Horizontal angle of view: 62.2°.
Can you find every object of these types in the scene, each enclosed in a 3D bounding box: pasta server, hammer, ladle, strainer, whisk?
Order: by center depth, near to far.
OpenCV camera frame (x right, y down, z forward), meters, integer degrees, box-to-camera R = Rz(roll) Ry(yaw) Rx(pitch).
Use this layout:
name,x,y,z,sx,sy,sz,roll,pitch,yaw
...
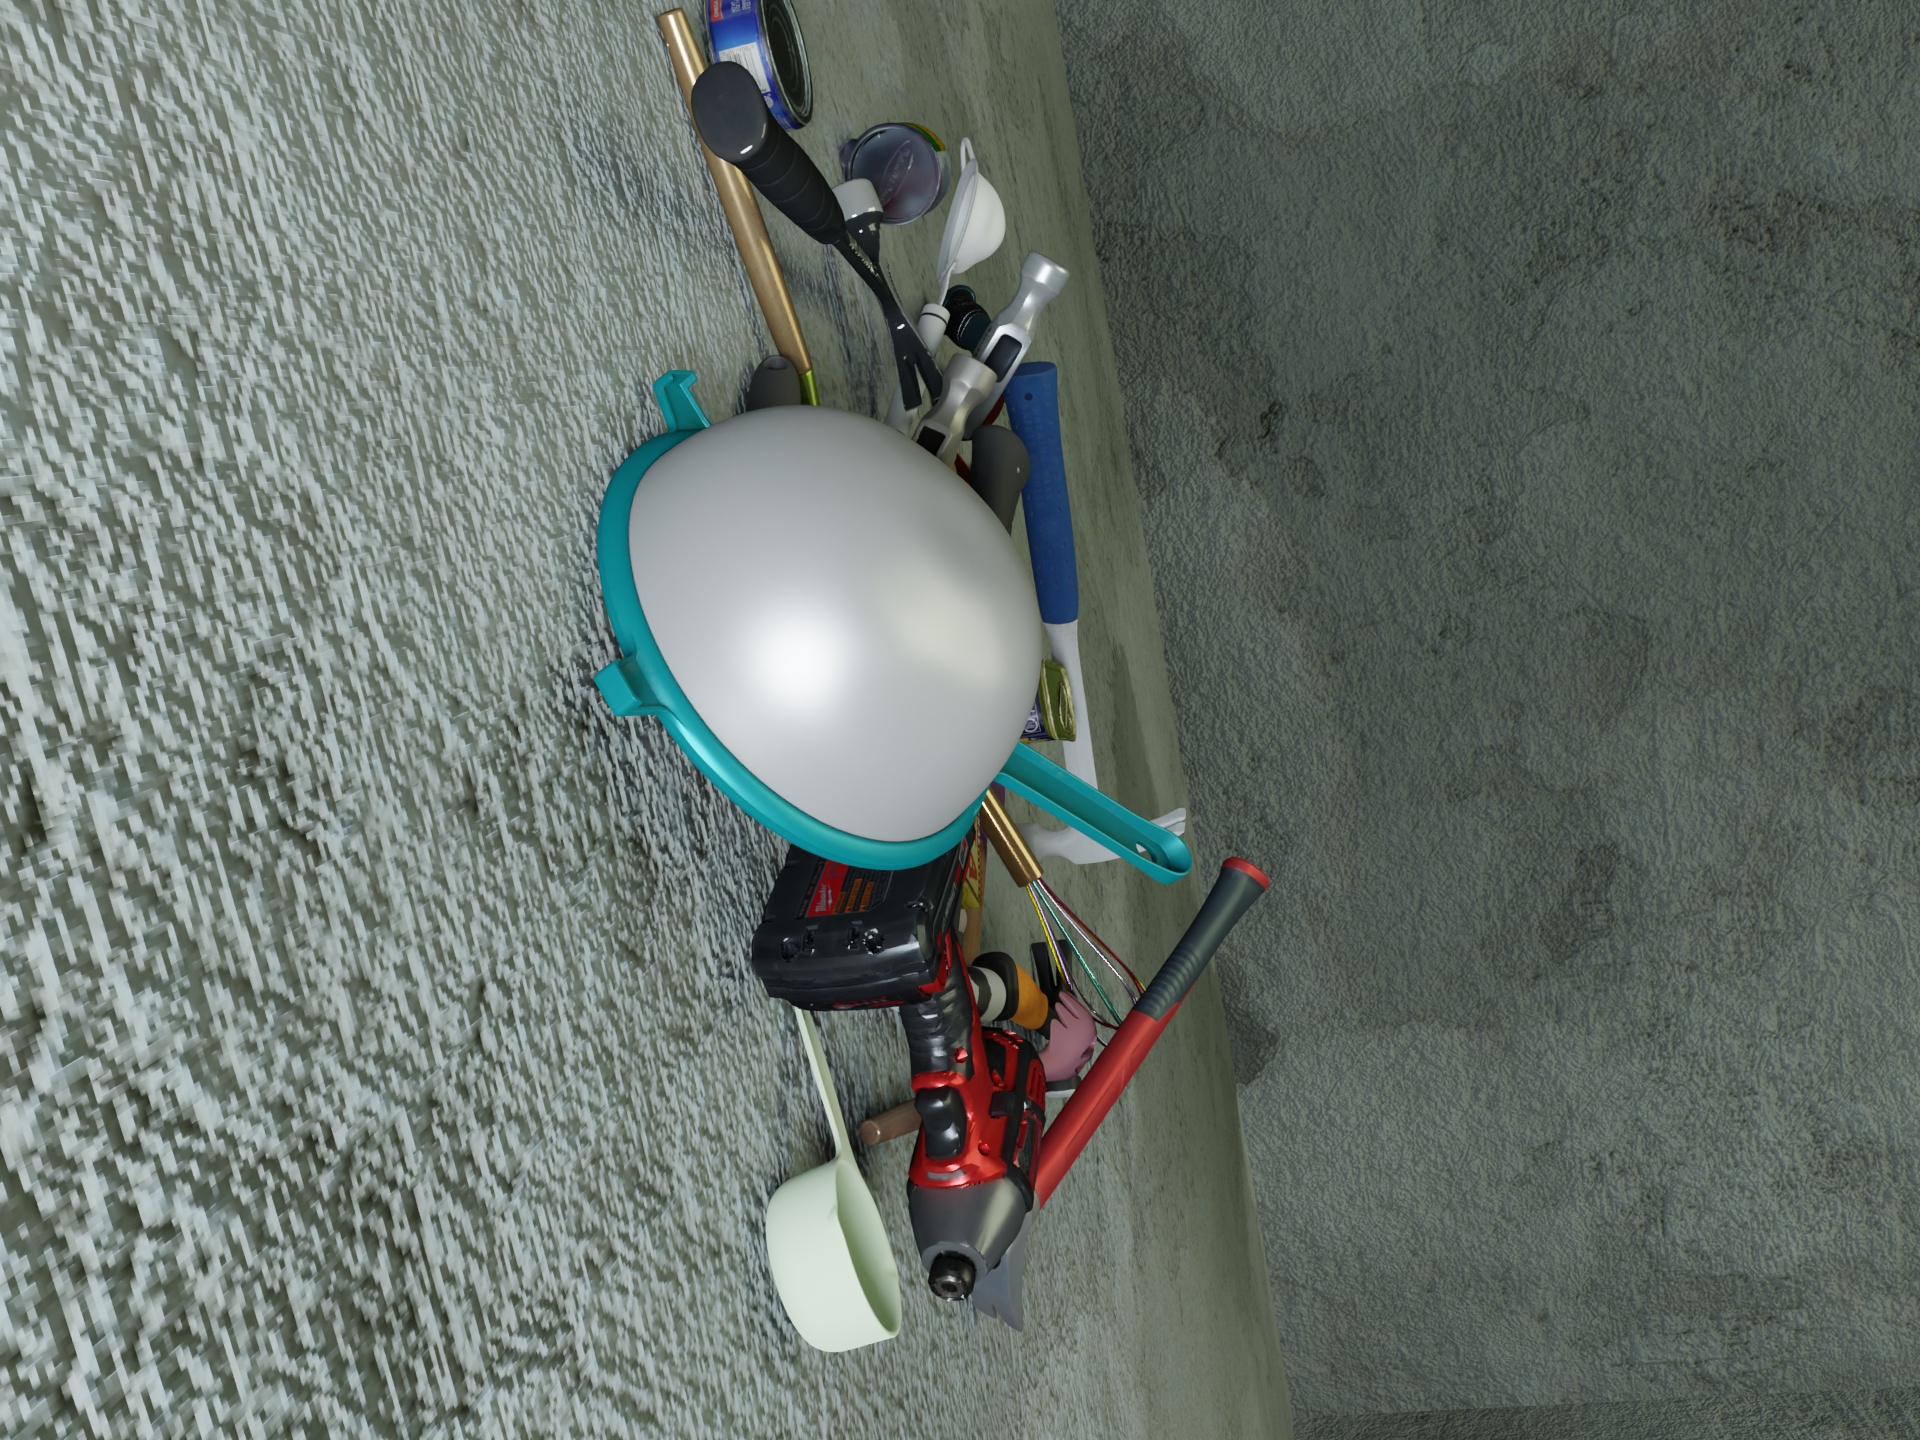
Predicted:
name,x,y,z,sx,sy,sz,roll,pitch,yaw
strainer,0.011,-0.023,0.680,0.340,0.095,0.211,32,38,-31
whisk,-0.090,-0.097,0.754,0.055,0.055,0.239,67,15,-48
hammer,-0.067,-0.253,0.826,0.409,0.036,0.149,-38,106,-82
ladle,-0.083,-0.215,0.844,0.078,0.062,0.319,-117,-173,-60
hammer,-0.001,-0.003,0.884,0.146,0.035,0.335,25,70,-59
pasta server,0.017,0.212,0.953,0.316,0.040,0.060,4,110,-64
hammer,0.115,0.225,1.065,0.386,0.038,0.143,-44,143,-44
strainer,-0.014,-0.283,1.091,0.087,0.050,0.258,145,-36,-71
hammer,-0.005,-0.136,1.095,0.130,0.031,0.331,-62,171,-4
whisk,0.064,0.130,1.133,0.245,0.047,0.051,58,8,-4
hammer,0.011,-0.284,1.154,0.128,0.033,0.331,-60,-166,14
hammer,0.051,0.200,1.154,0.336,0.034,0.127,57,28,-70
hammer,0.082,-0.067,1.191,0.035,0.144,0.405,-74,157,-60

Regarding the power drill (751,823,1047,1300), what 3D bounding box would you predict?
name,x,y,z,sx,sy,sz,roll,pitch,yaw
power drill,-0.015,0.152,0.734,0.143,0.078,0.219,-73,150,-54

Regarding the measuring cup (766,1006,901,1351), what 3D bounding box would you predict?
name,x,y,z,sx,sy,sz,roll,pitch,yaw
measuring cup,-0.068,0.194,0.701,0.083,0.038,0.168,64,5,-54

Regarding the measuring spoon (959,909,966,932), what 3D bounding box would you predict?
name,x,y,z,sx,sy,sz,roll,pitch,yaw
measuring spoon,-0.007,0.088,1.057,0.034,0.018,0.124,60,24,-59

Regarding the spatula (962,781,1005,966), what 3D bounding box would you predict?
name,x,y,z,sx,sy,sz,roll,pitch,yaw
spatula,0.011,0.107,1.118,0.059,0.018,0.316,57,24,-30

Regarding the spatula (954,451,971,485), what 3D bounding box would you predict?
name,x,y,z,sx,sy,sz,roll,pitch,yaw
spatula,0.019,-0.205,1.320,0.081,0.041,0.323,53,15,-7
